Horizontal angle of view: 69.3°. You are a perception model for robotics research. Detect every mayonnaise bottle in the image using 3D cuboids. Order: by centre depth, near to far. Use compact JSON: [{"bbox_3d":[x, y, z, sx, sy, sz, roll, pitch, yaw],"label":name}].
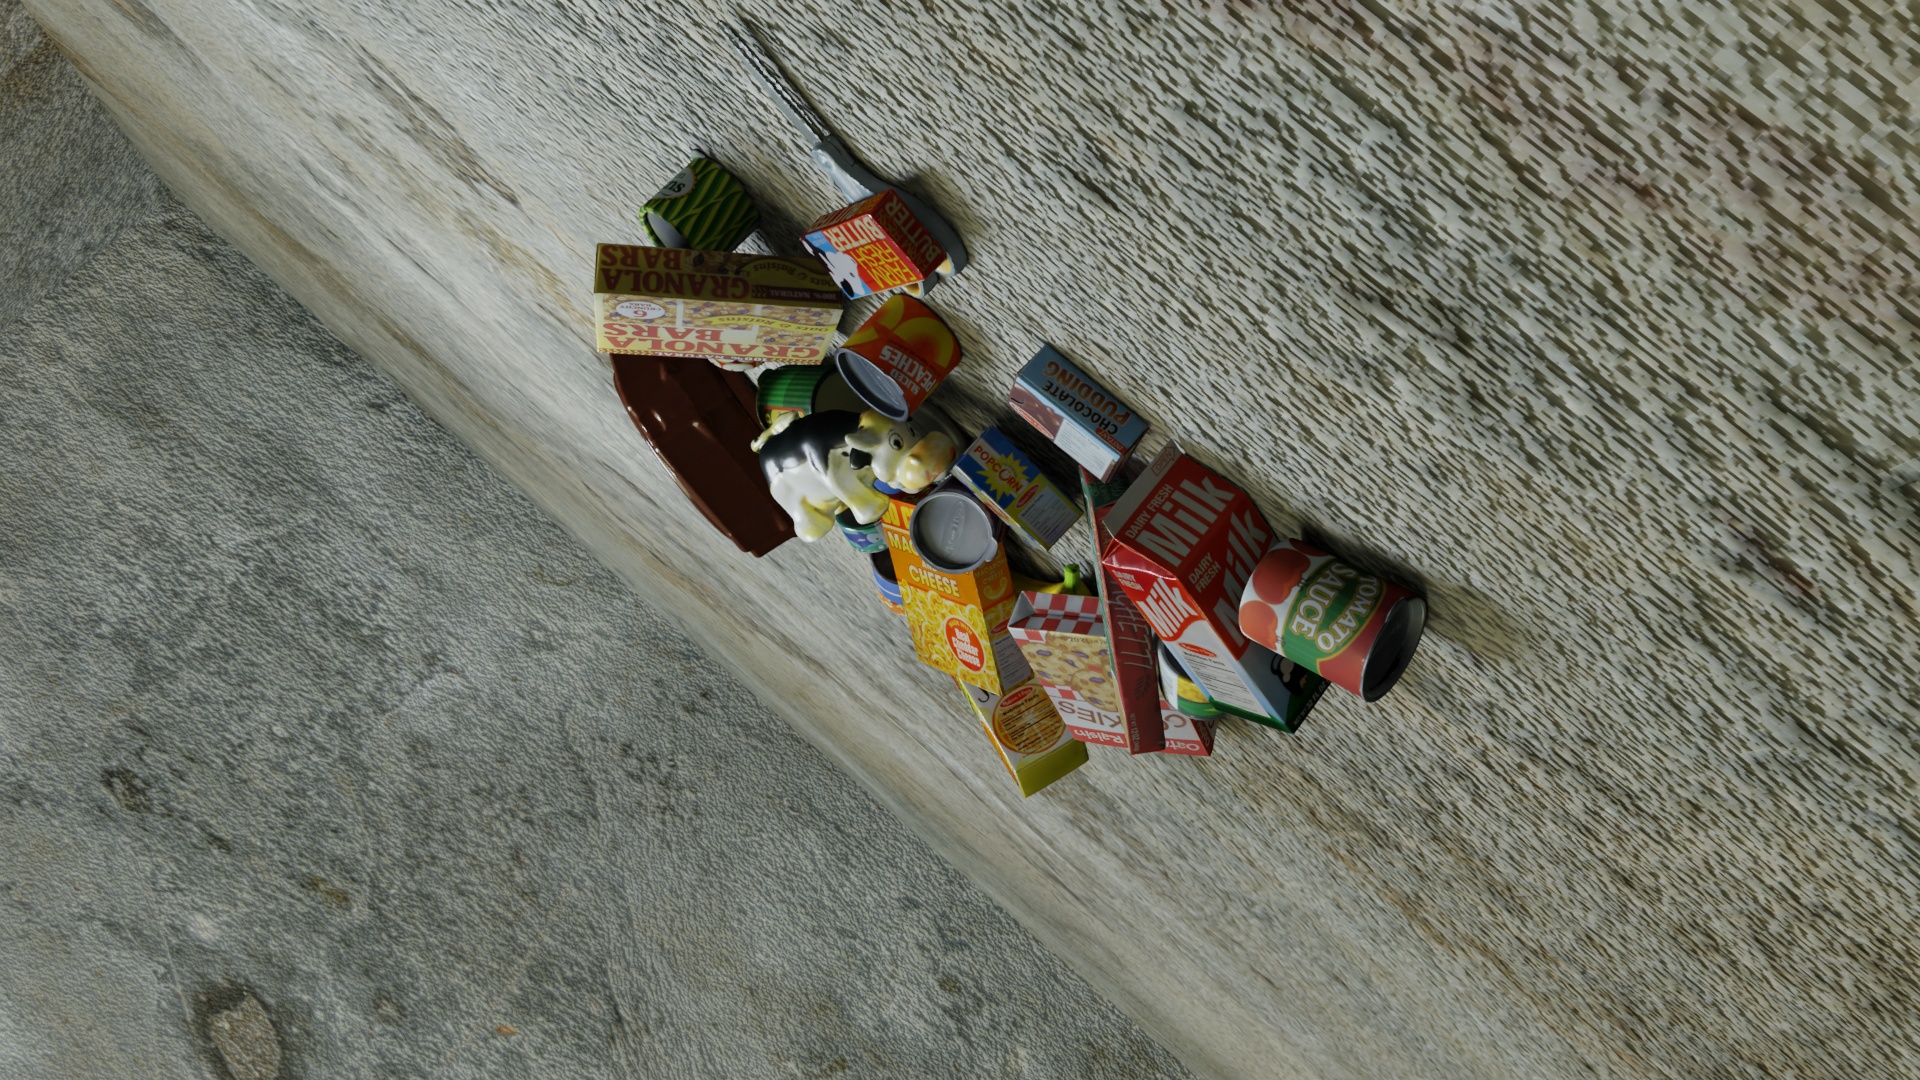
[{"bbox_3d":[-0.041,-0.068,1.101,0.065,0.041,0.148,44,164,-5],"label":"mayonnaise bottle"}]

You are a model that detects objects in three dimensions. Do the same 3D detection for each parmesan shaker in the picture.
[{"bbox_3d":[-0.115,-0.110,1.110,0.071,0.071,0.103,50,160,-25],"label":"parmesan shaker"}]

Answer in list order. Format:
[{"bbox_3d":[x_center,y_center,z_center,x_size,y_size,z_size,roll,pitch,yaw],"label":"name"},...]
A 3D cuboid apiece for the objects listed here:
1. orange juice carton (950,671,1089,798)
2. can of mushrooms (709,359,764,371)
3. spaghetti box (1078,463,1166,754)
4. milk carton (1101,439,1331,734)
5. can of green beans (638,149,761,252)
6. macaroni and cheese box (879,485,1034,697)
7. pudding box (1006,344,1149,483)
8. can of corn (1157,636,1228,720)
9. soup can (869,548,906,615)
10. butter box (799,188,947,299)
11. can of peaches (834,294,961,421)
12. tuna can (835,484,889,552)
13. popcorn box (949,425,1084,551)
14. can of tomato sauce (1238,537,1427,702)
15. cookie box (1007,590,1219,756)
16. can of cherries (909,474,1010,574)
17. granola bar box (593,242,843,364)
[{"bbox_3d":[0.040,0.137,1.310,0.193,0.073,0.071,57,172,31],"label":"orange juice carton"},{"bbox_3d":[-0.174,-0.169,1.099,0.071,0.071,0.033,38,162,11],"label":"can of mushrooms"},{"bbox_3d":[0.114,0.050,0.958,0.050,0.029,0.248,-102,-2,-49],"label":"spaghetti box"},{"bbox_3d":[0.157,0.028,0.860,0.190,0.072,0.073,50,161,-28],"label":"milk carton"},{"bbox_3d":[-0.186,-0.229,0.989,0.071,0.058,0.071,37,162,15],"label":"can of green beans"},{"bbox_3d":[-0.005,0.038,1.182,0.124,0.040,0.165,17,127,50],"label":"macaroni and cheese box"},{"bbox_3d":[0.071,-0.078,0.857,0.084,0.030,0.049,39,163,7],"label":"pudding box"},{"bbox_3d":[0.173,0.083,0.972,0.071,0.071,0.058,33,160,25],"label":"can of corn"},{"bbox_3d":[-0.050,0.024,1.301,0.071,0.071,0.083,36,162,16],"label":"soup can"},{"bbox_3d":[-0.054,-0.177,0.836,0.053,0.024,0.103,48,160,-22],"label":"butter box"},{"bbox_3d":[-0.041,-0.123,0.937,0.071,0.058,0.071,37,161,15],"label":"can of peaches"},{"bbox_3d":[-0.079,-0.025,1.238,0.071,0.071,0.032,27,156,38],"label":"tuna can"},{"bbox_3d":[0.036,-0.035,0.964,0.085,0.038,0.126,44,179,-2],"label":"popcorn box"},{"bbox_3d":[0.210,0.043,0.790,0.083,0.071,0.071,29,159,36],"label":"can of tomato sauce"},{"bbox_3d":[0.125,0.109,1.109,0.123,0.040,0.166,3,143,31],"label":"cookie box"},{"bbox_3d":[0.004,-0.013,1.060,0.071,0.058,0.071,6,111,17],"label":"can of cherries"},{"bbox_3d":[-0.173,-0.166,0.986,0.166,0.039,0.124,2,168,-13],"label":"granola bar box"}]
